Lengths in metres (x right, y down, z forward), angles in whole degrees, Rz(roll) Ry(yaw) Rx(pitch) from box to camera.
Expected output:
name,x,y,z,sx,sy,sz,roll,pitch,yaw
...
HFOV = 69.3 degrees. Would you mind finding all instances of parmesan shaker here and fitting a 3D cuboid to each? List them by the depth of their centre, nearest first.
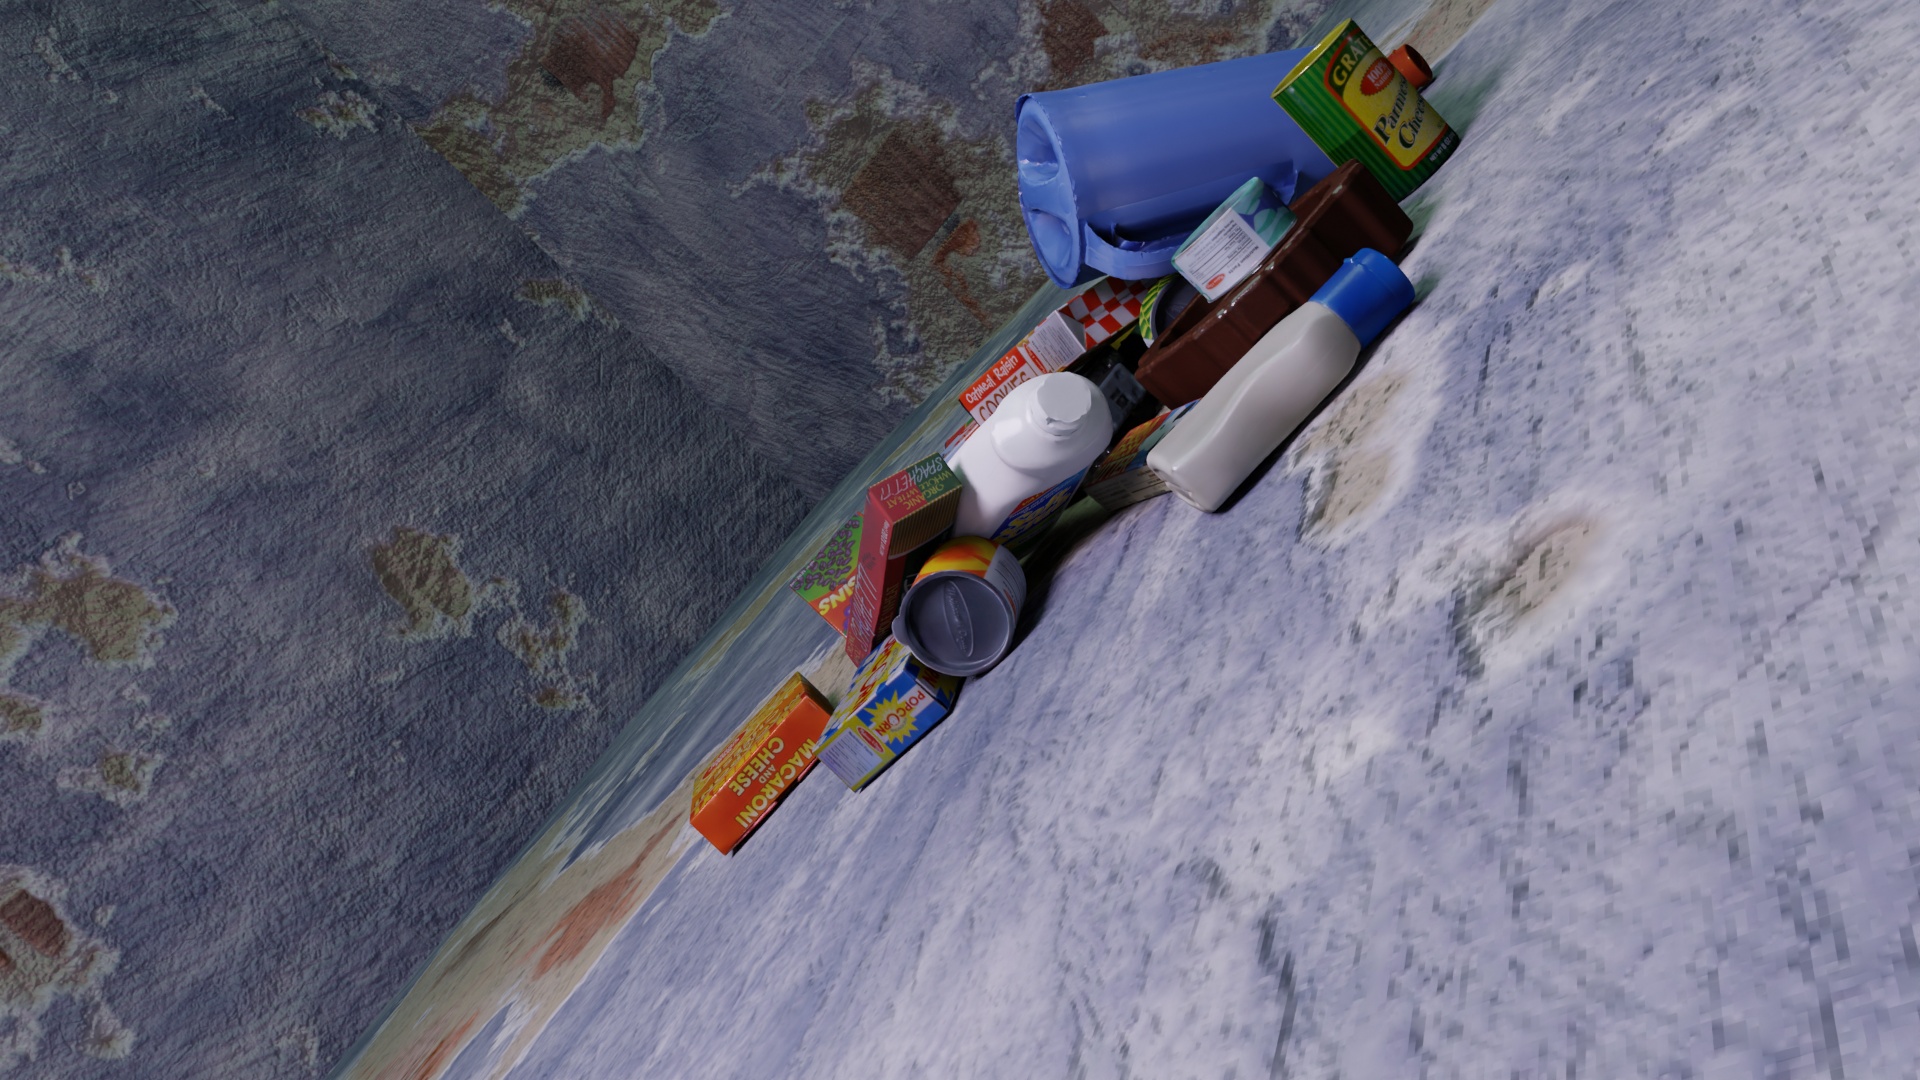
name,x,y,z,sx,sy,sz,roll,pitch,yaw
parmesan shaker,0.258,-0.271,0.883,0.071,0.103,0.071,-46,8,9

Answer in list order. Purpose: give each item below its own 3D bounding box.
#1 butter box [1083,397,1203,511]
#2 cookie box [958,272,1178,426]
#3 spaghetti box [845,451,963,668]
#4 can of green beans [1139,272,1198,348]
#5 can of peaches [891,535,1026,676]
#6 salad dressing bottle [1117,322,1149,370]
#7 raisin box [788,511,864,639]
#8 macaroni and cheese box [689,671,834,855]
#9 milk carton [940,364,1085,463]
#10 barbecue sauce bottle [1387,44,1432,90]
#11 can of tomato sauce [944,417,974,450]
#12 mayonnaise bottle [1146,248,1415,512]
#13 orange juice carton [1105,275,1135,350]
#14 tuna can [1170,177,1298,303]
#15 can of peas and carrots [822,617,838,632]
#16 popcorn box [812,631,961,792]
name,x,y,z,sx,sy,sz,roll,pitch,yaw
butter box,0.113,-0.049,0.817,0.053,0.024,0.103,-50,8,-16
cookie box,0.083,-0.152,1.052,0.123,0.040,0.167,-37,1,-29
spaghetti box,-0.040,0.024,0.887,0.050,0.029,0.248,-29,-19,-20
can of green beans,0.157,-0.149,0.937,0.071,0.071,0.058,-45,7,7
can of peaches,0.001,0.037,0.812,0.071,0.071,0.058,-43,8,23
salad dressing bottle,0.181,-0.192,1.115,0.148,0.044,0.064,-50,9,-16
raisin box,-0.072,0.037,1.098,0.086,0.040,0.123,-46,39,-7
macaroni and cheese box,-0.149,0.165,1.059,0.124,0.040,0.166,-47,7,-6
milk carton,0.040,-0.079,1.170,0.190,0.072,0.073,-46,7,2
barbecue sauce bottle,0.321,-0.347,1.154,0.148,0.043,0.065,-39,11,39
can of tomato sauce,0.037,-0.094,1.288,0.083,0.071,0.071,-42,9,23
mayonnaise bottle,0.157,-0.078,0.680,0.148,0.041,0.065,-45,9,2
orange juice carton,0.104,-0.169,1.288,0.073,0.072,0.192,-49,9,-26
tuna can,0.151,-0.166,0.764,0.071,0.033,0.071,-45,6,7
can of peas and carrots,-0.093,0.047,1.264,0.058,0.071,0.071,-45,8,17
popcorn box,-0.036,0.088,0.858,0.085,0.038,0.127,-43,9,23
